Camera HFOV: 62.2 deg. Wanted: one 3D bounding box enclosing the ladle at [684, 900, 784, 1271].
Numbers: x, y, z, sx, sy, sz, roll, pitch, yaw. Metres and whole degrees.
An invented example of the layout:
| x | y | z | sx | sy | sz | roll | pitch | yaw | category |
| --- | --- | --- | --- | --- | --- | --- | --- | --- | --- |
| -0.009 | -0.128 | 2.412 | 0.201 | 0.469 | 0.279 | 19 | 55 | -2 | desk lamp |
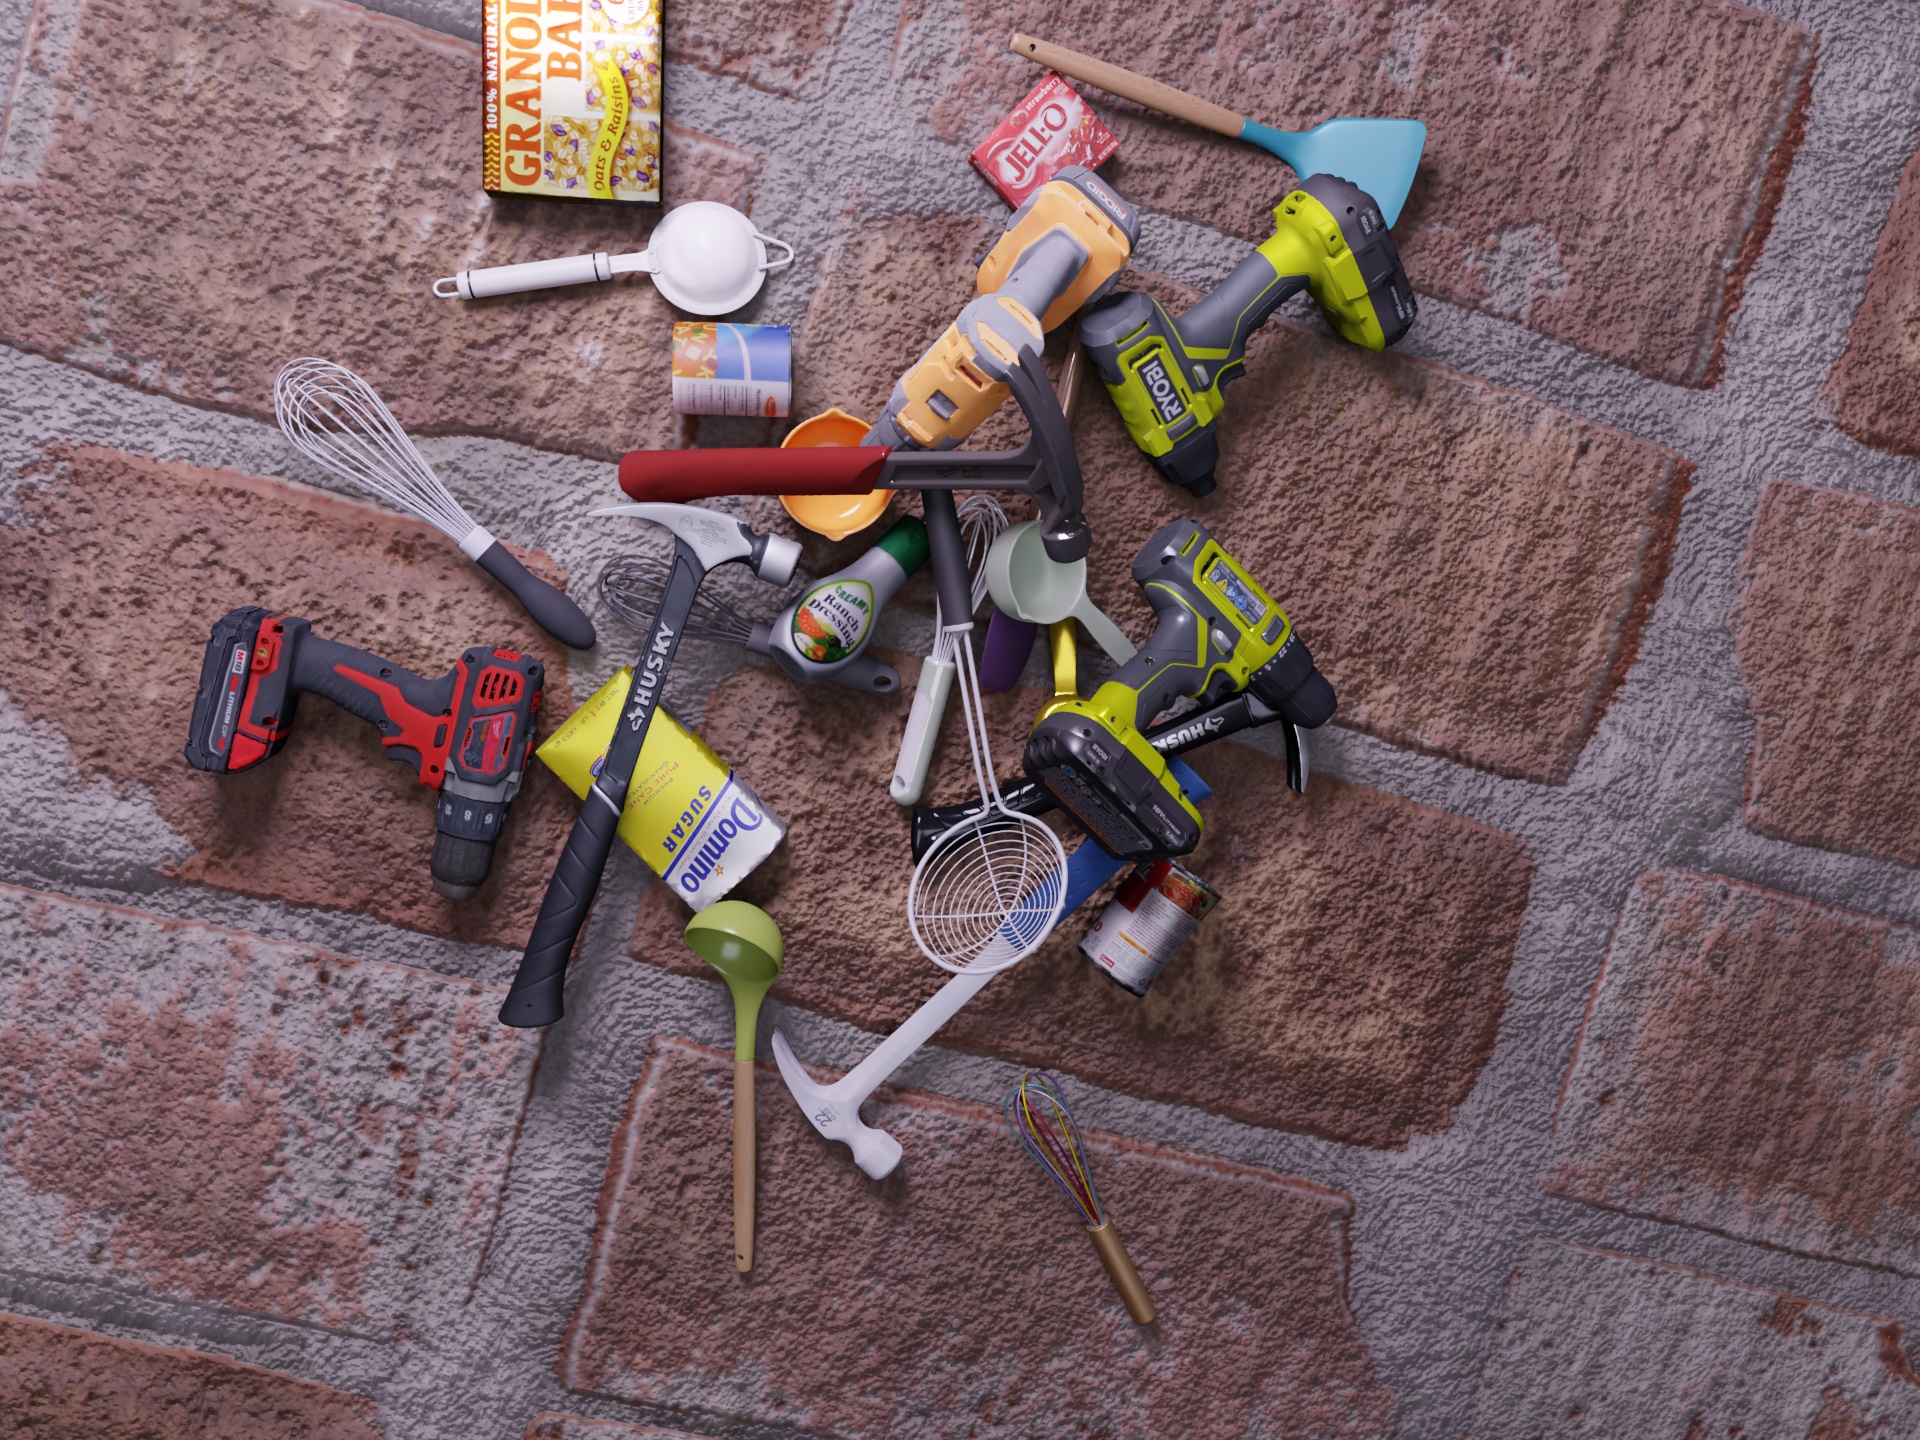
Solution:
| x | y | z | sx | sy | sz | roll | pitch | yaw | category |
| --- | --- | --- | --- | --- | --- | --- | --- | --- | --- |
| -0.170 | 0.285 | 1.210 | 0.078 | 0.062 | 0.320 | 9 | 107 | 21 | ladle |

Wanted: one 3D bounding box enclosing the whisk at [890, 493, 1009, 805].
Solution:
| x | y | z | sx | sy | sz | roll | pitch | yaw | category |
| --- | --- | --- | --- | --- | --- | --- | --- | --- | --- |
| -0.013 | -0.052 | 1.206 | 0.059 | 0.058 | 0.246 | 5 | 104 | -46 | whisk |

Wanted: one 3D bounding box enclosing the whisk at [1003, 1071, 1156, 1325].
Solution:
| x | y | z | sx | sy | sz | roll | pitch | yaw | category |
| --- | --- | --- | --- | --- | --- | --- | --- | --- | --- |
| 0.100 | 0.389 | 1.281 | 0.051 | 0.047 | 0.245 | -27 | 103 | -4 | whisk |

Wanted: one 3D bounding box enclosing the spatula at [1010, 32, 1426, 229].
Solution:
| x | y | z | sx | sy | sz | roll | pitch | yaw | category |
| --- | --- | --- | --- | --- | --- | --- | --- | --- | --- |
| 0.187 | -0.447 | 1.170 | 0.317 | 0.044 | 0.082 | 13 | 105 | -16 | spatula |

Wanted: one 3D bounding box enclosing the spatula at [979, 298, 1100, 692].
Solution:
| x | y | z | sx | sy | sz | roll | pitch | yaw | category |
| --- | --- | --- | --- | --- | --- | --- | --- | --- | --- |
| 0.065 | -0.175 | 1.207 | 0.059 | 0.018 | 0.316 | 10 | 94 | -52 | spatula |

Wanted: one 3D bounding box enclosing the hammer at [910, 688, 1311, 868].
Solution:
| x | y | z | sx | sy | sz | roll | pitch | yaw | category |
| --- | --- | --- | --- | --- | --- | --- | --- | --- | --- |
| 0.116 | 0.040 | 1.240 | 0.335 | 0.035 | 0.146 | -23 | 99 | -4 | hammer |

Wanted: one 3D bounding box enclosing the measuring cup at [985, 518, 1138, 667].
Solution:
| x | y | z | sx | sy | sz | roll | pitch | yaw | category |
| --- | --- | --- | --- | --- | --- | --- | --- | --- | --- |
| 0.080 | -0.084 | 1.192 | 0.167 | 0.038 | 0.083 | 43 | 69 | -35 | measuring cup |

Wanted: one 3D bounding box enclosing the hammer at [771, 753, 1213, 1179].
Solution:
| x | y | z | sx | sy | sz | roll | pitch | yaw | category |
| --- | --- | --- | --- | --- | --- | --- | --- | --- | --- |
| 0.028 | 0.174 | 1.224 | 0.405 | 0.035 | 0.144 | -44 | 100 | 7 | hammer |

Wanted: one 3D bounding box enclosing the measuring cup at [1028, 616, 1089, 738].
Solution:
| x | y | z | sx | sy | sz | roll | pitch | yaw | category |
| --- | --- | --- | --- | --- | --- | --- | --- | --- | --- |
| 0.079 | -0.041 | 1.209 | 0.062 | 0.029 | 0.156 | -3 | 83 | 3 | measuring cup |

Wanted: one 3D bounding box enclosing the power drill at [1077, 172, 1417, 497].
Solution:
| x | y | z | sx | sy | sz | roll | pitch | yaw | category |
| --- | --- | --- | --- | --- | --- | --- | --- | --- | --- |
| 0.216 | -0.282 | 1.179 | 0.223 | 0.080 | 0.171 | -35 | 124 | 1 | power drill |

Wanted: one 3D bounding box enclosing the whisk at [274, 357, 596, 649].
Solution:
| x | y | z | sx | sy | sz | roll | pitch | yaw | category |
| --- | --- | --- | --- | --- | --- | --- | --- | --- | --- |
| -0.371 | -0.150 | 1.142 | 0.284 | 0.070 | 0.070 | 43 | 90 | -15 | whisk |

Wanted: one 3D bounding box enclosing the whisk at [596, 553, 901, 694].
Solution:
| x | y | z | sx | sy | sz | roll | pitch | yaw | category |
| --- | --- | --- | --- | --- | --- | --- | --- | --- | --- |
| -0.155 | -0.066 | 1.187 | 0.239 | 0.055 | 0.055 | 19 | 95 | -14 | whisk |

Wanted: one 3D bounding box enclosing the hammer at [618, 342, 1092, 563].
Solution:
| x | y | z | sx | sy | sz | roll | pitch | yaw | category |
| --- | --- | --- | --- | --- | --- | --- | --- | --- | --- |
| -0.089 | -0.176 | 1.072 | 0.359 | 0.037 | 0.149 | 5 | 137 | 30 | hammer |

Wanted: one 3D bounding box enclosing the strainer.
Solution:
| x | y | z | sx | sy | sz | roll | pitch | yaw | category |
| --- | --- | --- | --- | --- | --- | --- | --- | --- | --- |
| -0.249 | -0.327 | 1.142 | 0.258 | 0.050 | 0.087 | -9 | 83 | -3 | strainer |

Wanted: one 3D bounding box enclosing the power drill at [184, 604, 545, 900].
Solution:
| x | y | z | sx | sy | sz | roll | pitch | yaw | category |
| --- | --- | --- | --- | --- | --- | --- | --- | --- | --- |
| -0.427 | 0.022 | 1.148 | 0.226 | 0.080 | 0.188 | 13 | 96 | -12 | power drill |

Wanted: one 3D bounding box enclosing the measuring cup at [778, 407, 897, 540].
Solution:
| x | y | z | sx | sy | sz | roll | pitch | yaw | category |
| --- | --- | --- | --- | --- | --- | --- | --- | --- | --- |
| -0.053 | -0.182 | 1.181 | 0.173 | 0.052 | 0.095 | -2 | 97 | -12 | measuring cup |

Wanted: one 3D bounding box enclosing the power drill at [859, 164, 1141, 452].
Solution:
| x | y | z | sx | sy | sz | roll | pitch | yaw | category |
| --- | --- | --- | --- | --- | --- | --- | --- | --- | --- |
| 0.020 | -0.267 | 1.112 | 0.084 | 0.185 | 0.226 | 40 | 53 | -11 | power drill |

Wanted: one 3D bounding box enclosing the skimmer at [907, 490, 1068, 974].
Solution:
| x | y | z | sx | sy | sz | roll | pitch | yaw | category |
| --- | --- | --- | --- | --- | --- | --- | --- | --- | --- |
| -0.002 | -0.004 | 1.143 | 0.127 | 0.090 | 0.363 | -6 | 98 | 26 | skimmer |

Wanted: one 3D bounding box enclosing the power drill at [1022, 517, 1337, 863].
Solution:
| x | y | z | sx | sy | sz | roll | pitch | yaw | category |
| --- | --- | --- | --- | --- | --- | --- | --- | --- | --- |
| 0.167 | -0.009 | 1.153 | 0.190 | 0.080 | 0.228 | 44 | 64 | -13 | power drill |

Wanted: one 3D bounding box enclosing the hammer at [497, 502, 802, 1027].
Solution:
| x | y | z | sx | sy | sz | roll | pitch | yaw | category |
| --- | --- | --- | --- | --- | --- | --- | --- | --- | --- |
| -0.253 | 0.037 | 1.144 | 0.149 | 0.036 | 0.409 | 21 | 99 | -8 | hammer |
